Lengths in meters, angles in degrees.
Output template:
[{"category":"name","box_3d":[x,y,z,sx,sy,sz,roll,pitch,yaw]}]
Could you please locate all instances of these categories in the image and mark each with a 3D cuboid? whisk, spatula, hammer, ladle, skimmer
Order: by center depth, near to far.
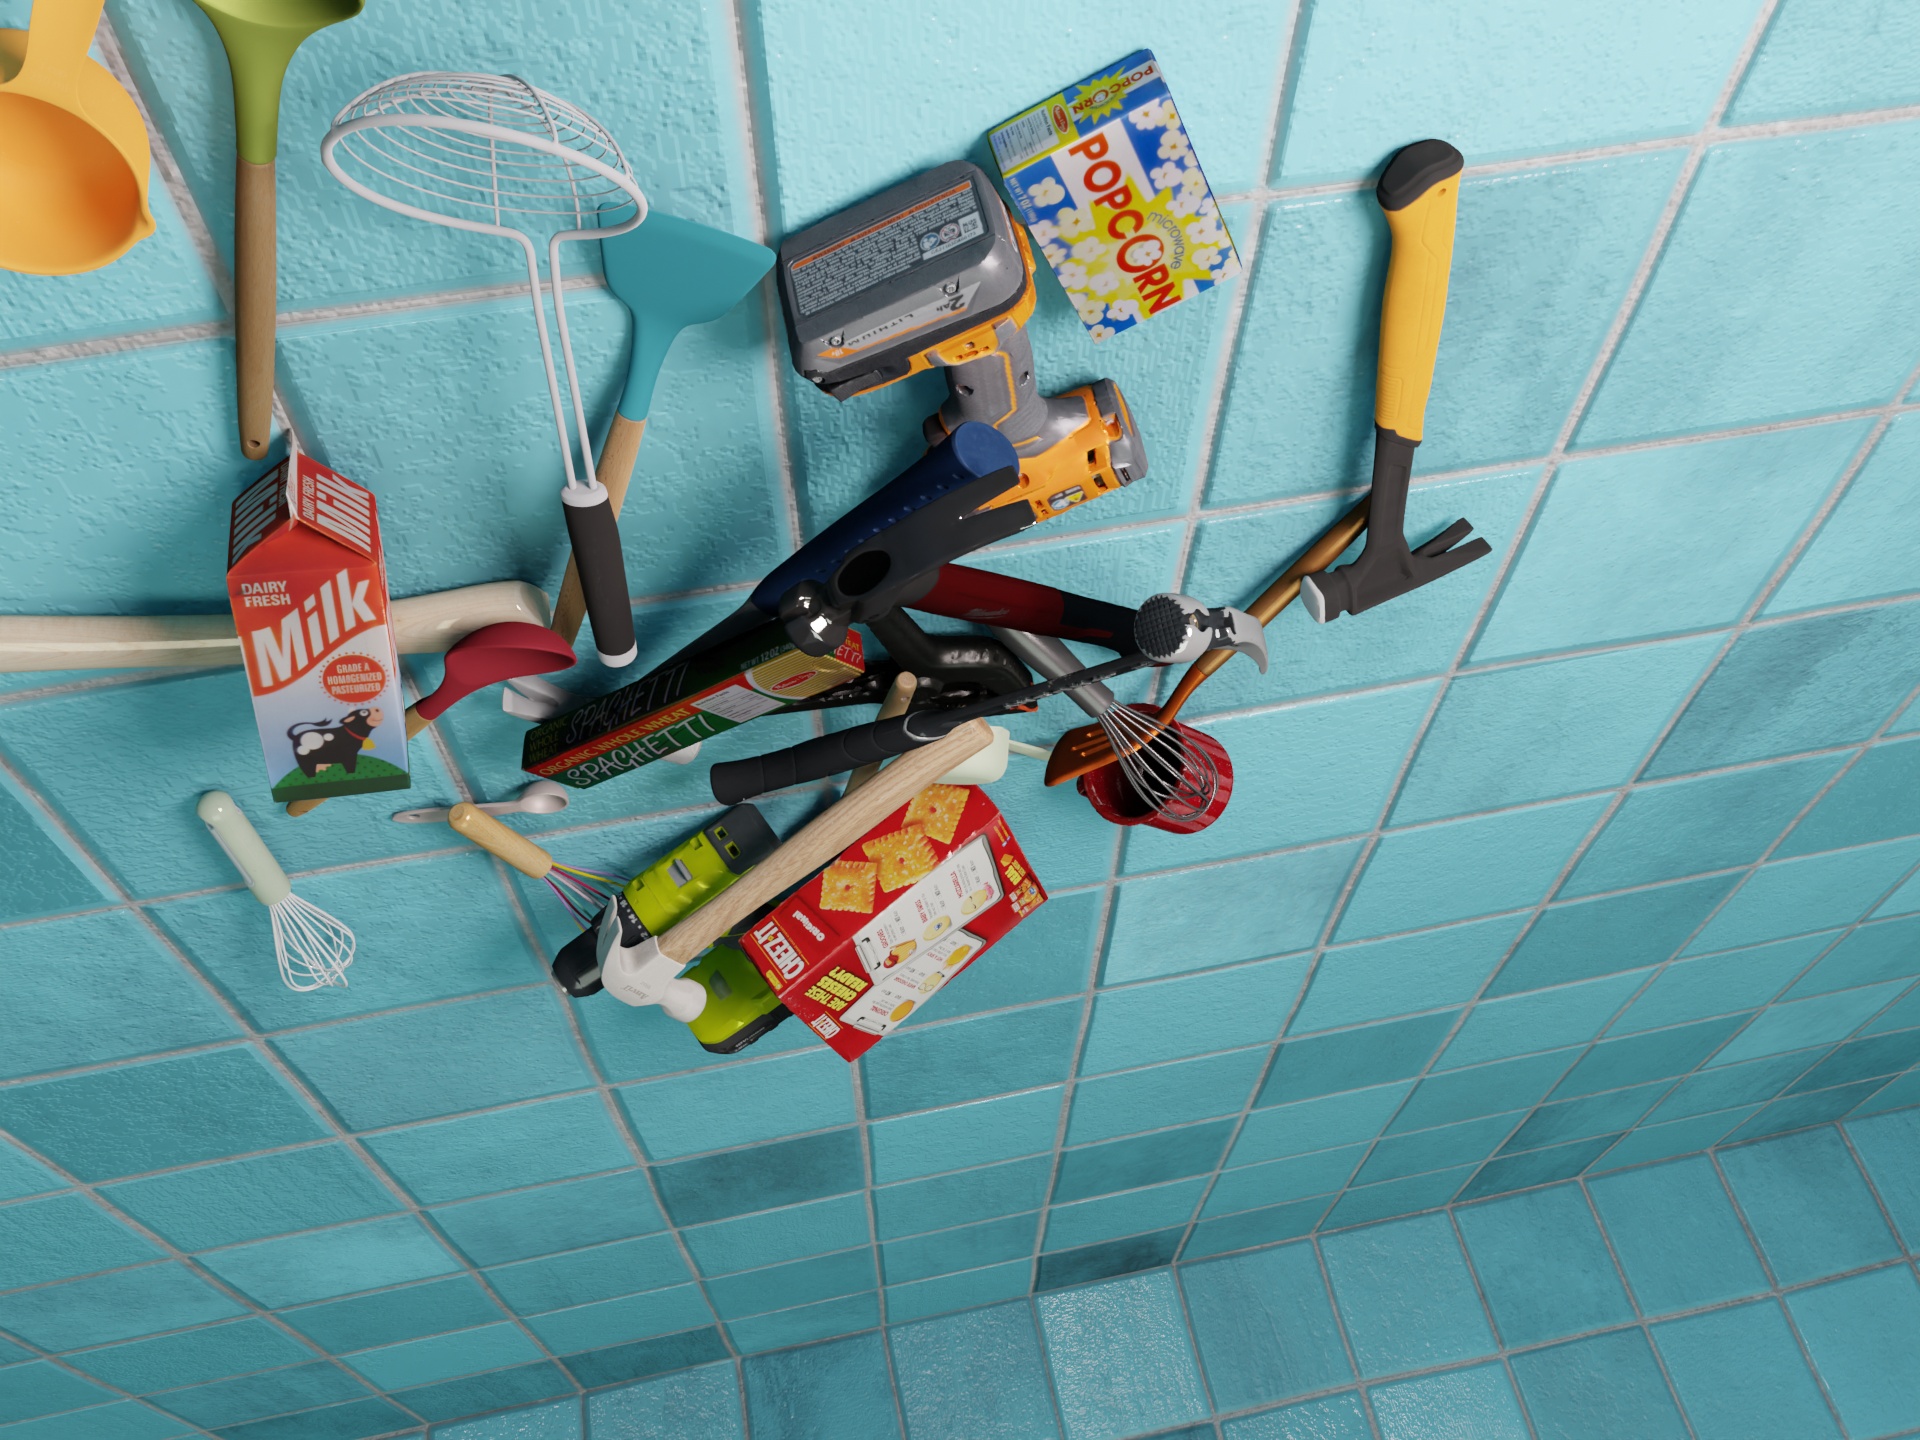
[{"category":"ladle","box_3d":[-0.301,-0.212,0.676,0.078,0.062,0.320,6,145,-21]},{"category":"skimmer","box_3d":[-0.194,-0.134,0.744,0.127,0.090,0.363,5,139,3]},{"category":"spatula","box_3d":[-0.180,-0.134,0.830,0.082,0.044,0.317,12,134,-19]},{"category":"hammer","box_3d":[-0.443,-0.040,0.900,0.410,0.038,0.146,-3,147,-17]},{"category":"hammer","box_3d":[-0.120,-0.064,0.910,0.144,0.035,0.405,16,150,-36]},{"category":"hammer","box_3d":[0.062,-0.070,0.926,0.143,0.038,0.386,-27,165,26]},{"category":"hammer","box_3d":[0.265,-0.189,0.927,0.127,0.034,0.336,-23,144,-6]},{"category":"hammer","box_3d":[-0.002,-0.003,0.976,0.409,0.036,0.149,-17,170,35]},{"category":"ladle","box_3d":[-0.339,0.004,0.976,0.315,0.031,0.069,-27,154,38]},{"category":"whisk","box_3d":[0.092,-0.010,1.074,0.055,0.055,0.238,-35,116,29]},{"category":"spatula","box_3d":[0.177,-0.057,1.101,0.041,0.081,0.322,39,119,-8]},{"category":"hammer","box_3d":[-0.117,0.096,1.101,0.331,0.031,0.129,-37,139,12]},{"category":"whisk","box_3d":[-0.486,0.125,1.129,0.059,0.058,0.246,-40,152,-25]},{"category":"whisk","box_3d":[-0.302,0.118,1.177,0.047,0.051,0.244,-13,150,15]}]

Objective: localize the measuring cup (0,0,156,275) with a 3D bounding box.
[{"category":"measuring cup","box_3d":[-0.345,-0.251,0.603,0.095,0.052,0.173,12,137,-35]}]

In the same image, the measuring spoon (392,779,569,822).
[{"category":"measuring spoon","box_3d":[-0.336,0.056,1.112,0.124,0.018,0.034,-7,155,1]}]

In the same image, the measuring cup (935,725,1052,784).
[{"category":"measuring cup","box_3d":[0.026,0.032,1.169,0.083,0.038,0.167,-6,167,40]}]

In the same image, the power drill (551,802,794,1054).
[{"category":"power drill","box_3d":[-0.200,0.177,1.243,0.190,0.080,0.228,-36,149,-8]}]

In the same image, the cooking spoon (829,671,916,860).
[{"category":"cooking spoon","box_3d":[-0.072,0.043,1.148,0.068,0.017,0.318,-2,155,-17]}]

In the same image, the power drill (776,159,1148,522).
[{"category":"power drill","box_3d":[-0.008,-0.168,0.833,0.164,0.084,0.226,-21,150,14]}]
